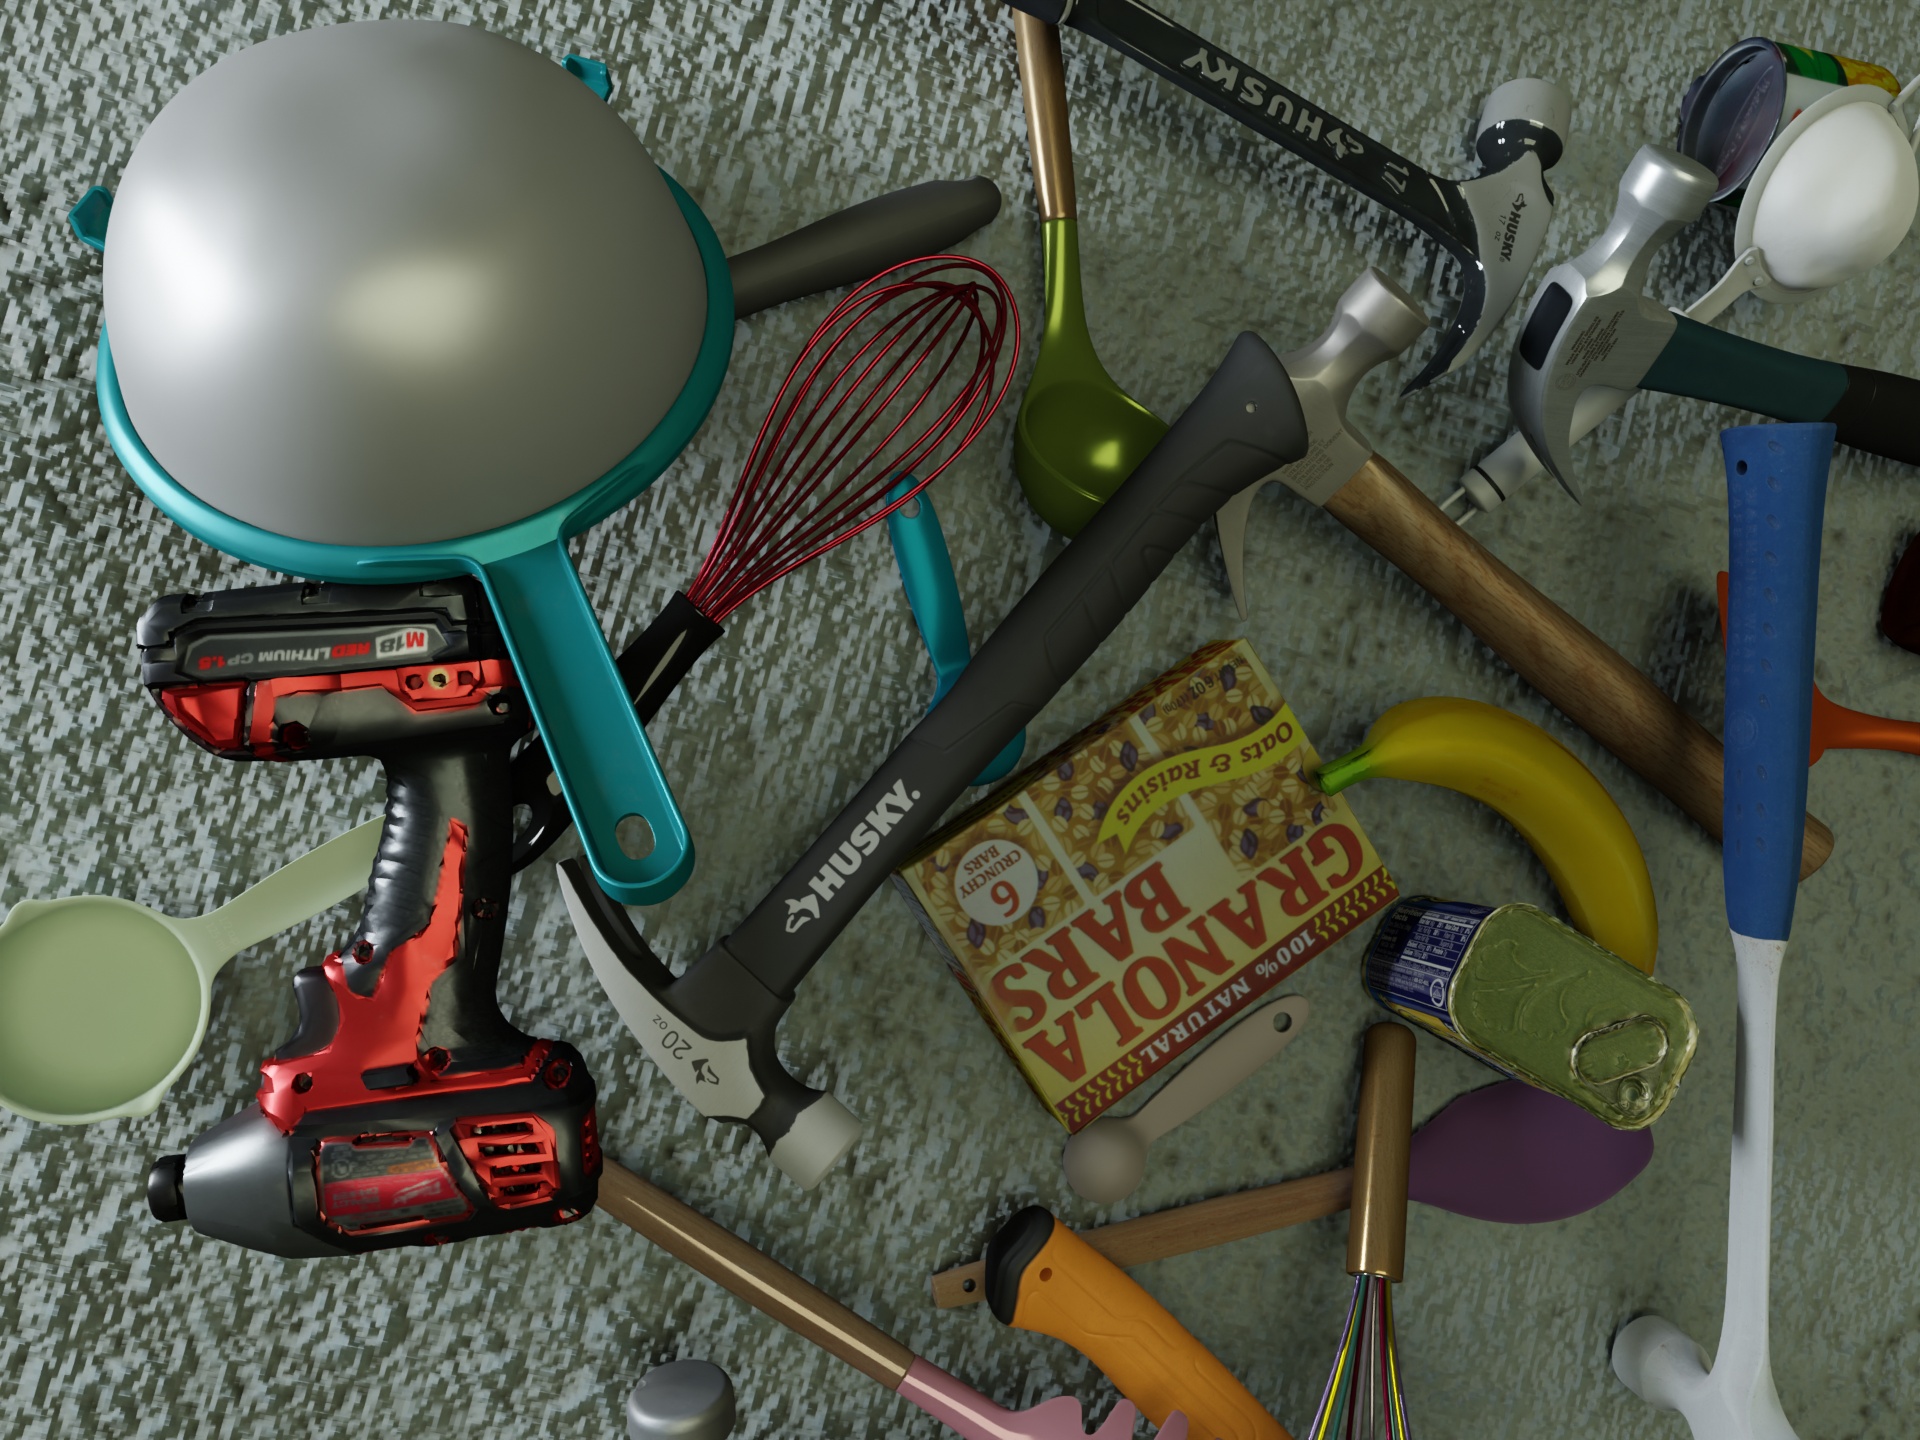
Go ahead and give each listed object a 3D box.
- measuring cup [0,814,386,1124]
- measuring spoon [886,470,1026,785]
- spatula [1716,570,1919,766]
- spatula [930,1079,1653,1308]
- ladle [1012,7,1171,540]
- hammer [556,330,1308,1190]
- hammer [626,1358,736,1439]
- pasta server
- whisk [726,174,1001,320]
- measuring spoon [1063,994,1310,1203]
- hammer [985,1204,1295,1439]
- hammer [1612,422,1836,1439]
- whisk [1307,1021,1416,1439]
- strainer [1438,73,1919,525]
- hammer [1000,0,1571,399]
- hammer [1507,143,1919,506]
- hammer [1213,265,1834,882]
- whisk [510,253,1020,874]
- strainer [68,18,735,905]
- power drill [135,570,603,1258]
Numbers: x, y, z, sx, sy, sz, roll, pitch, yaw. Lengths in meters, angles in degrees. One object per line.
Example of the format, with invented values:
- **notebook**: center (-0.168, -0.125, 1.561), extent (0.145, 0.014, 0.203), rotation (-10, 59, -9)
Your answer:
- **measuring cup**: center (-0.266, 0.077, 0.568), extent (0.167, 0.038, 0.083), rotation (-32, 96, -27)
- **measuring spoon**: center (-0.005, -0.036, 0.621), extent (0.042, 0.021, 0.128), rotation (-17, 95, -11)
- **spatula**: center (0.460, 0.012, 0.704), extent (0.322, 0.041, 0.081), rotation (13, 62, -13)
- **spatula**: center (0.142, 0.198, 0.650), extent (0.316, 0.018, 0.060), rotation (-10, 77, -11)
- **ladle**: center (0.042, -0.223, 0.617), extent (0.078, 0.062, 0.320), rotation (-5, 88, -31)
- **hammer**: center (-0.001, -0.002, 0.567), extent (0.146, 0.035, 0.335), rotation (42, 96, 6)
- **hammer**: center (0.075, 0.301, 0.539), extent (0.386, 0.038, 0.143), rotation (-1, 104, 14)
- **pasta server**: center (-0.041, 0.220, 0.587), extent (0.316, 0.040, 0.060), rotation (31, 116, 4)
- **whisk**: center (-0.090, -0.161, 0.595), extent (0.239, 0.055, 0.055), rotation (-24, 94, -14)
- **measuring spoon**: center (0.095, 0.151, 0.642), extent (0.124, 0.018, 0.034), rotation (-36, 96, -10)
- **hammer**: center (0.140, 0.304, 0.631), extent (0.336, 0.034, 0.127), rotation (45, 83, -12)
- **hammer**: center (0.308, 0.093, 0.604), extent (0.035, 0.144, 0.405), rotation (-1, 95, -10)
- **whisk**: center (0.161, 0.236, 0.607), extent (0.051, 0.047, 0.245), rotation (19, 64, -17)
- **strainer**: center (0.299, -0.161, 0.643), extent (0.258, 0.050, 0.086), rotation (-40, 129, 13)
- **hammer**: center (0.051, -0.260, 0.594), extent (0.408, 0.036, 0.149), rotation (23, 72, -16)
- **hammer**: center (0.358, -0.130, 0.644), extent (0.330, 0.033, 0.128), rotation (6, 131, -26)
- **hammer**: center (0.234, -0.029, 0.644), extent (0.331, 0.031, 0.130), rotation (36, 118, -17)
- **whisk**: center (-0.084, -0.056, 0.591), extent (0.073, 0.073, 0.296), rotation (41, 89, -8)
- **strainer**: center (-0.154, -0.104, 0.477), extent (0.211, 0.095, 0.341), rotation (-22, 63, -13)
- **power drill**: center (-0.202, 0.067, 0.530), extent (0.143, 0.078, 0.220), rotation (-6, 89, -7)
